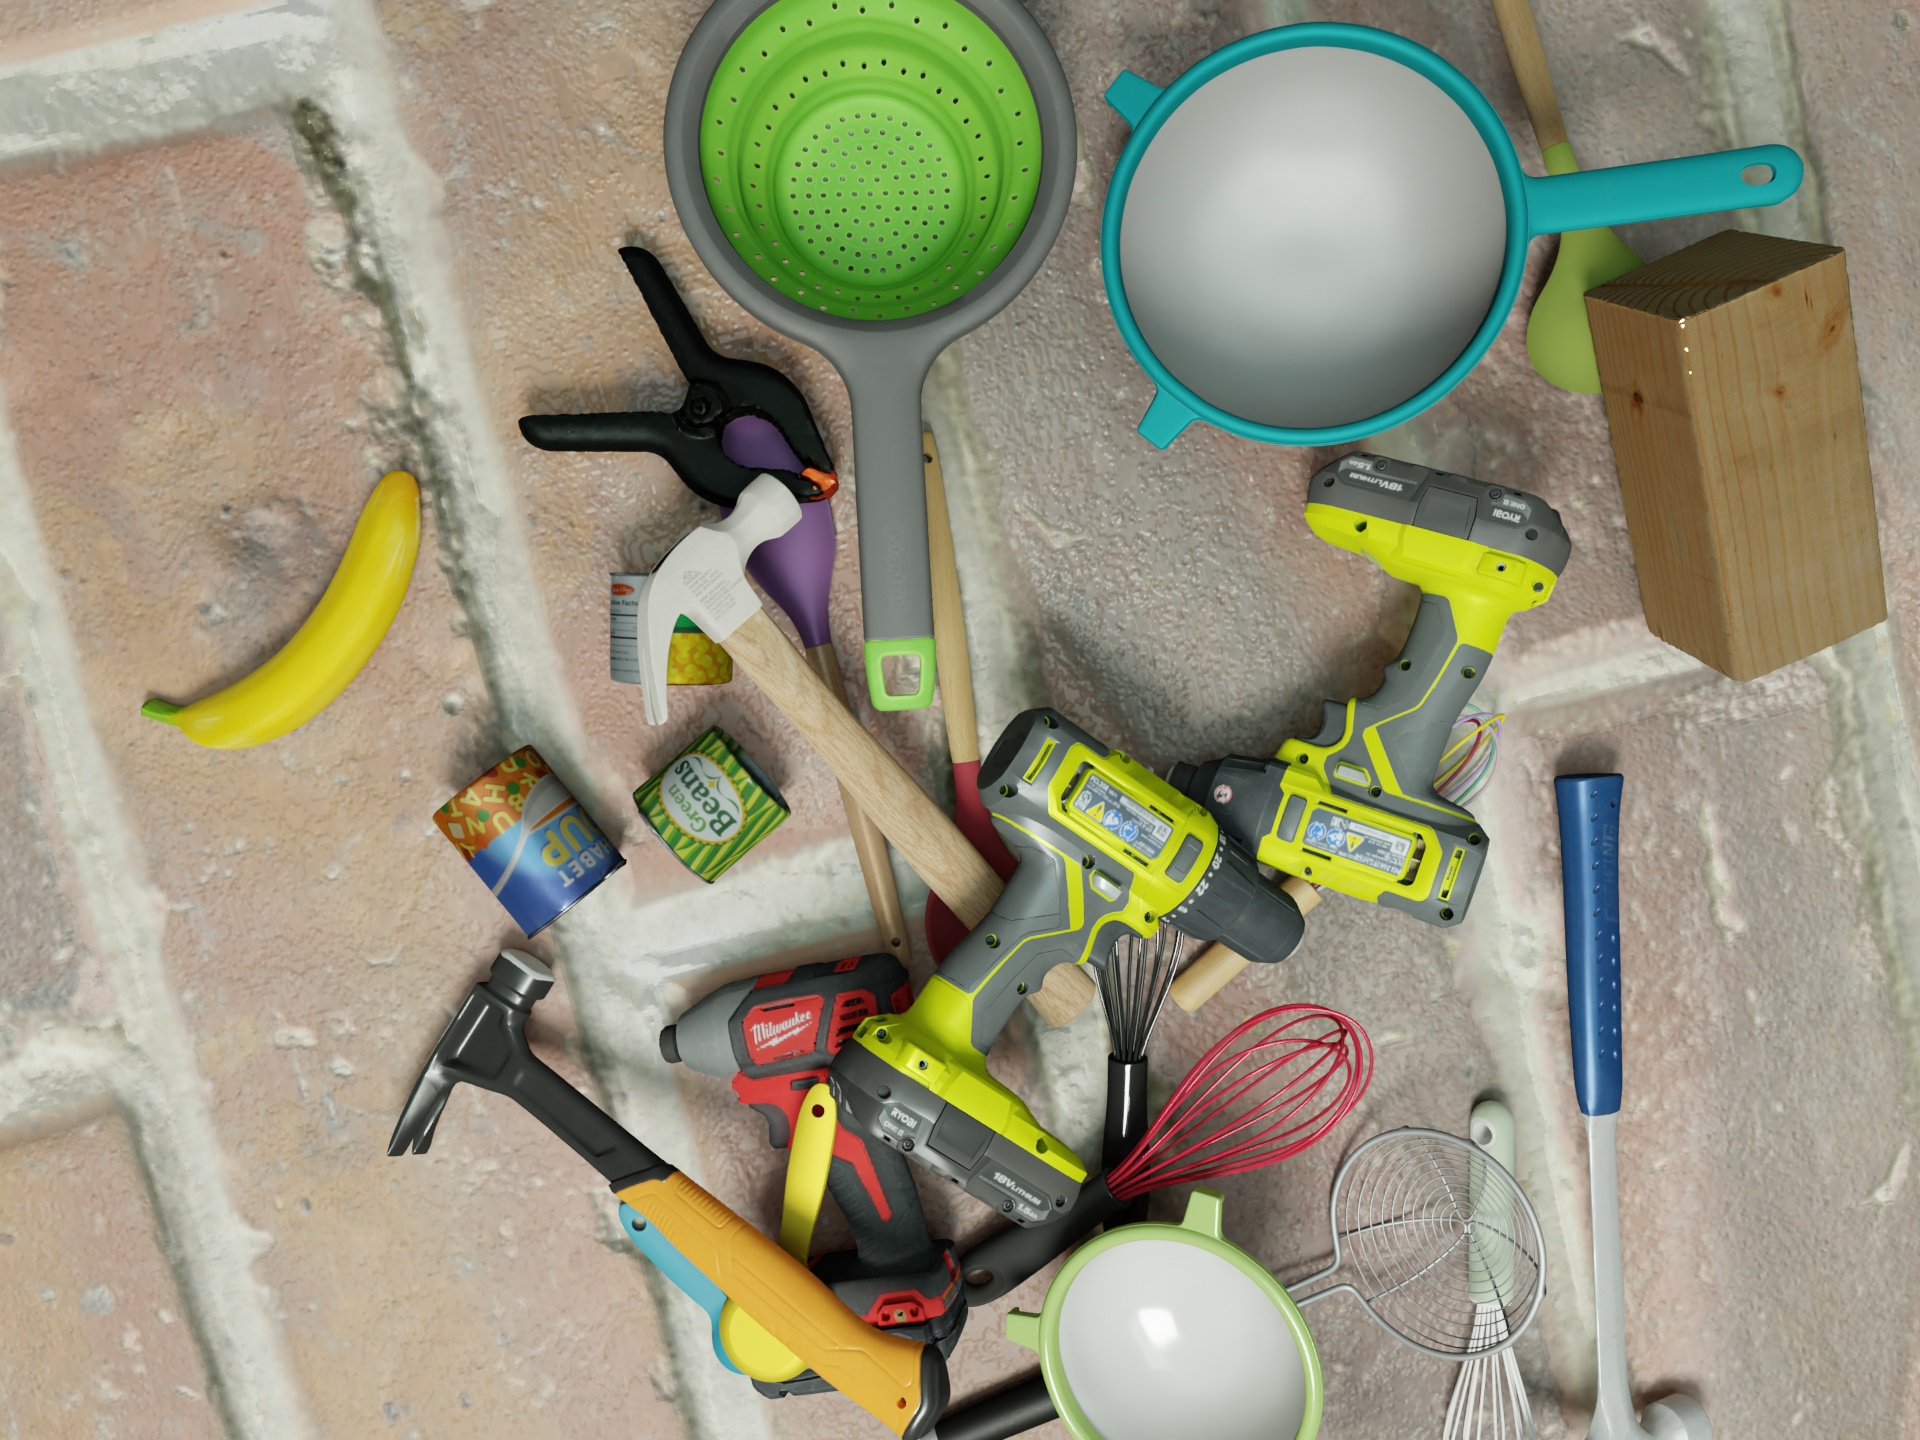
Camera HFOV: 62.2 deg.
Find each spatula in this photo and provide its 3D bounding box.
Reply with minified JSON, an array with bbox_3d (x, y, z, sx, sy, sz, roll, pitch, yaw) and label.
[{"bbox_3d":[-0.075,-0.016,0.882,0.060,0.018,0.316,-15,93,0],"label":"spatula"}]

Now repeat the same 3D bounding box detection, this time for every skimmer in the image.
[{"bbox_3d":[0.144,0.341,0.888,0.363,0.090,0.127,-22,72,0],"label":"skimmer"}]

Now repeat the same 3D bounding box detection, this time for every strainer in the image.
[{"bbox_3d":[0.153,0.369,0.830,0.151,0.069,0.256,-42,79,22],"label":"strainer"},{"bbox_3d":[0.245,-0.252,0.831,0.340,0.095,0.211,-6,91,8],"label":"strainer"}]

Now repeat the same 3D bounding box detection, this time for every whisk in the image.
[{"bbox_3d":[0.212,0.077,0.897,0.245,0.047,0.051,-42,97,4],"label":"whisk"},{"bbox_3d":[0.099,0.242,0.860,0.296,0.073,0.073,-40,96,23],"label":"whisk"},{"bbox_3d":[0.309,0.344,0.925,0.059,0.058,0.246,-1,92,-38],"label":"whisk"},{"bbox_3d":[0.098,0.192,0.897,0.055,0.055,0.239,0,99,-4],"label":"whisk"}]

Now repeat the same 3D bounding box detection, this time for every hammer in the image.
[{"bbox_3d":[-0.043,0.037,0.838,0.130,0.031,0.331,-44,103,-19],"label":"hammer"},{"bbox_3d":[0.361,0.234,0.904,0.144,0.035,0.405,-3,91,-29],"label":"hammer"},{"bbox_3d":[-0.149,0.257,0.816,0.337,0.034,0.127,31,88,23],"label":"hammer"}]

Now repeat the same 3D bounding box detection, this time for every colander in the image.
[{"bbox_3d":[-0.042,-0.205,0.830,0.204,0.094,0.397,-3,93,-4],"label":"colander"}]

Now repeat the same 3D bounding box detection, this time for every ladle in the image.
[{"bbox_3d":[0.316,-0.337,0.879,0.078,0.062,0.320,-17,88,0],"label":"ladle"},{"bbox_3d":[-0.001,-0.003,0.886,0.069,0.031,0.315,-8,93,-13],"label":"ladle"}]

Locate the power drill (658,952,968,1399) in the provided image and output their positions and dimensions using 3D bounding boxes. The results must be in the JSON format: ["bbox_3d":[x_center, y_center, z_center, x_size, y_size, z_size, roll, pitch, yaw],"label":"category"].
[{"bbox_3d":[-0.080,0.244,0.871,0.143,0.078,0.219,-12,91,11],"label":"power drill"}]

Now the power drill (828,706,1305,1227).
[{"bbox_3d":[0.057,0.133,0.812,0.190,0.080,0.228,35,80,-13],"label":"power drill"}]

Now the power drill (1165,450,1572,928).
[{"bbox_3d":[0.218,-0.021,0.853,0.171,0.080,0.223,19,91,22],"label":"power drill"}]

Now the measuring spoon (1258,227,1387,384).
[{"bbox_3d":[0.200,-0.224,0.891,0.021,0.011,0.117,35,95,8],"label":"measuring spoon"}]

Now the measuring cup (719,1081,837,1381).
[{"bbox_3d":[-0.088,0.265,0.821,0.062,0.029,0.156,12,94,11],"label":"measuring cup"}]

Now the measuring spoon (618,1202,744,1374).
[{"bbox_3d":[-0.150,0.323,0.902,0.042,0.021,0.128,-41,97,0],"label":"measuring spoon"}]
